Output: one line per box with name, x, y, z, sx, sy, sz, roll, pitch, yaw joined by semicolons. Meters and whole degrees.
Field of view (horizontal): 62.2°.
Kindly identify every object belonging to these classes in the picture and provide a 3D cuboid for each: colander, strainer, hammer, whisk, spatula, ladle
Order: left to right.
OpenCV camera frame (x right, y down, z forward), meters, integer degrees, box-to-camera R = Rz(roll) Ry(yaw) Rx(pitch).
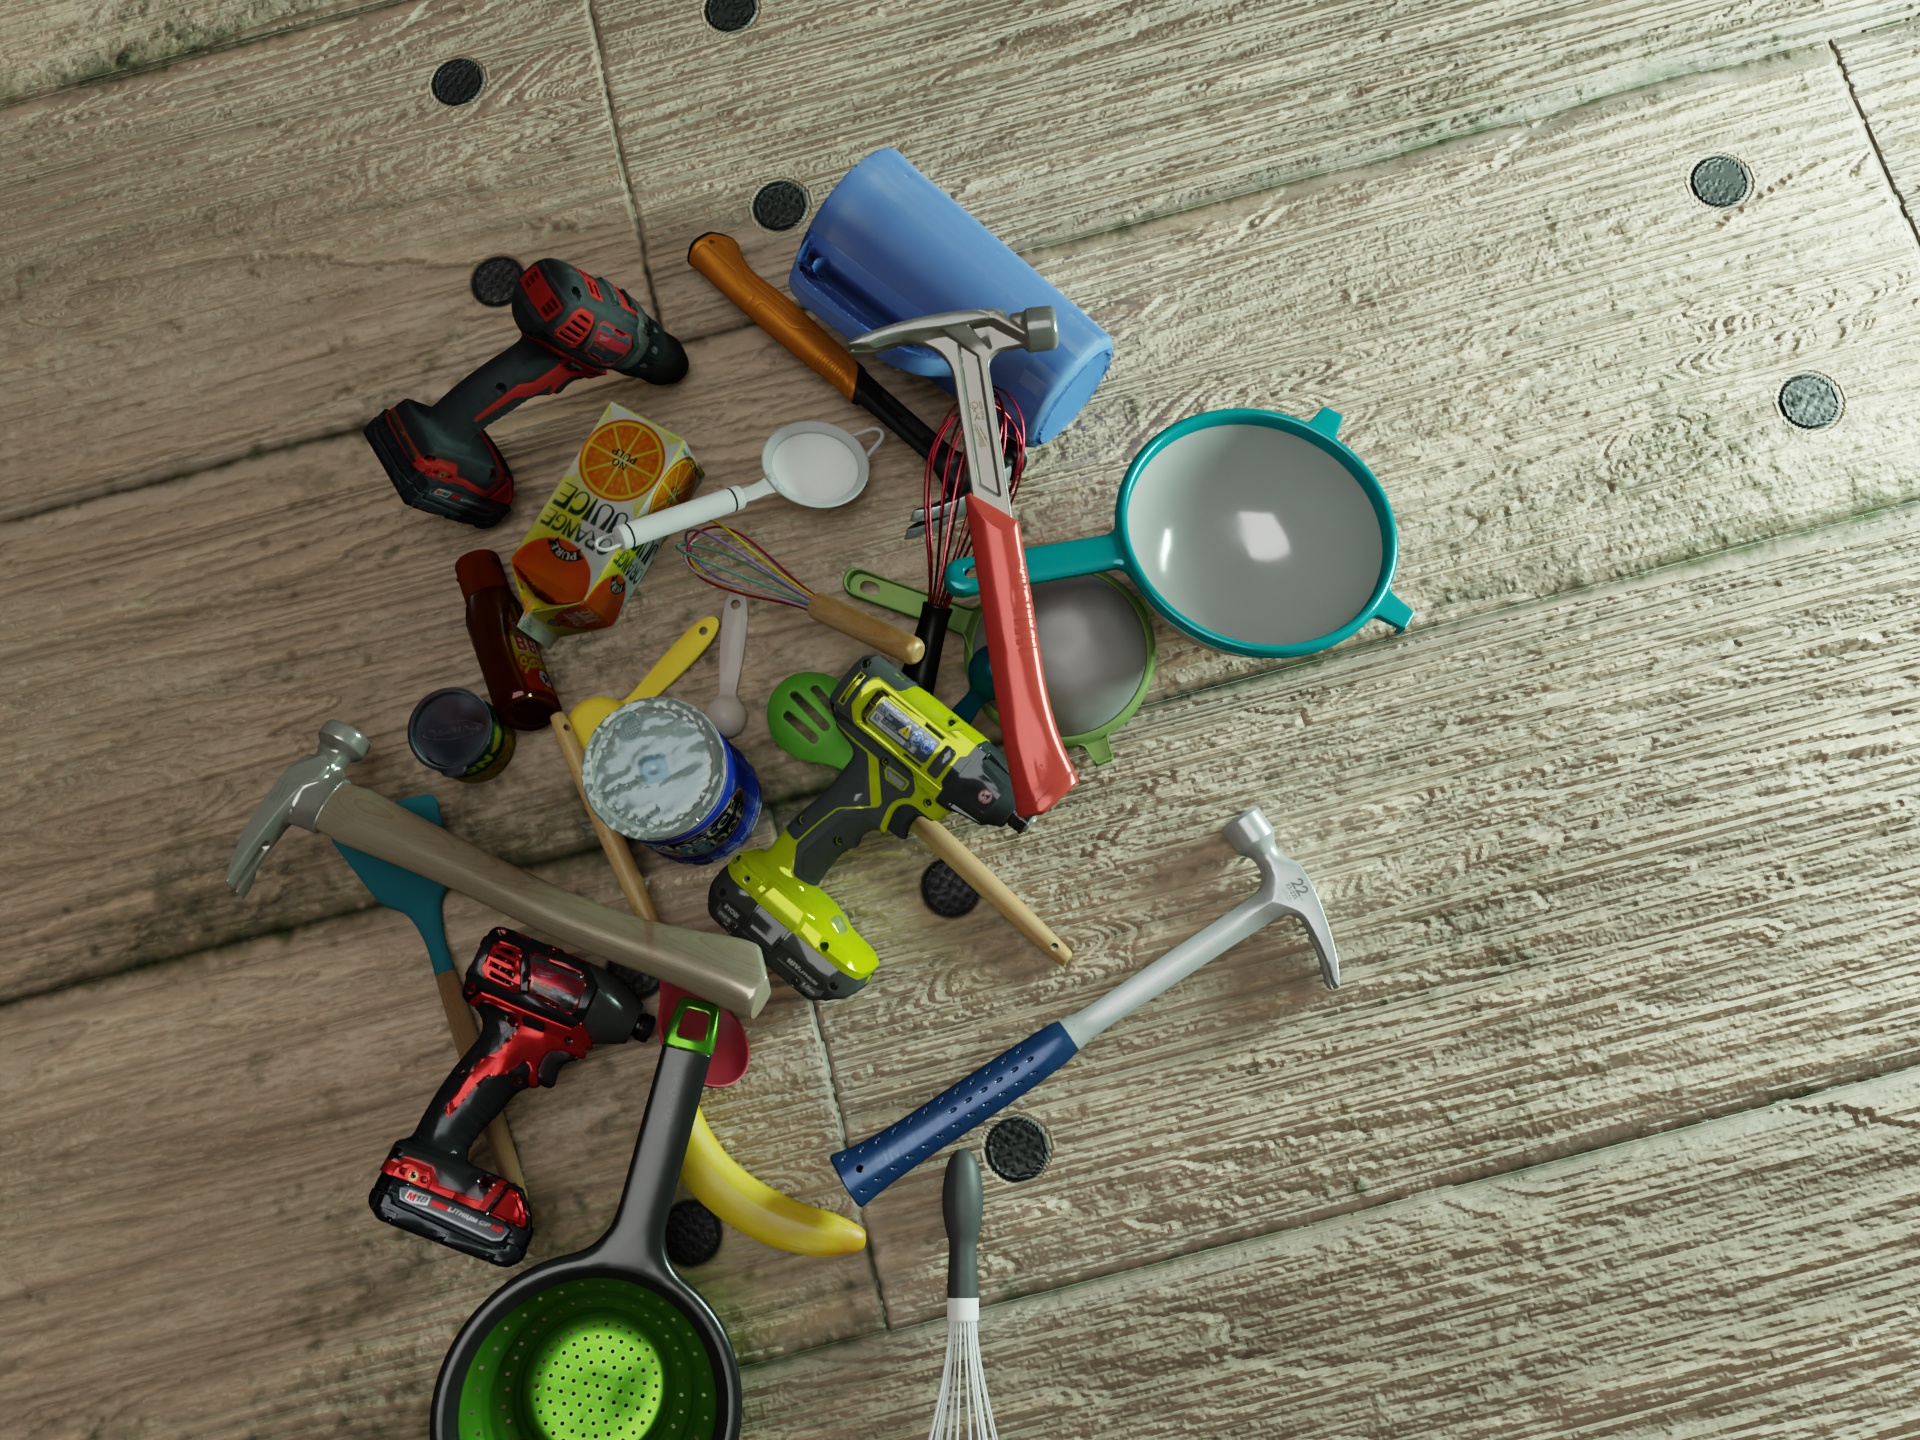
spatula;-0.386;0.215;1.205;0.082;0.044;0.318;-20;78;-12
hammer;-0.330;0.131;1.154;0.411;0.038;0.146;21;64;13
colander;-0.236;0.394;1.122;0.204;0.094;0.397;15;77;-6
ladle;-0.244;0.134;1.203;0.031;0.069;0.315;-36;77;42
strainer;-0.170;-0.175;1.240;0.258;0.050;0.087;-25;68;-31
whisk;-0.127;-0.099;1.217;0.245;0.051;0.047;26;96;28
hammer;-0.106;-0.282;1.284;0.337;0.034;0.127;43;56;15
whisk;-0.012;-0.105;1.190;0.073;0.073;0.296;17;99;8
whisk;0.001;0.449;1.120;0.070;0.070;0.285;-1;73;4
hammer;0.018;-0.110;1.113;0.149;0.036;0.359;-8;84;1
strainer;0.027;-0.076;1.226;0.256;0.069;0.151;20;80;7
hammer;0.091;0.229;1.159;0.405;0.035;0.144;-32;77;-7
strainer;0.153;-0.114;1.196;0.340;0.095;0.211;-10;67;-8

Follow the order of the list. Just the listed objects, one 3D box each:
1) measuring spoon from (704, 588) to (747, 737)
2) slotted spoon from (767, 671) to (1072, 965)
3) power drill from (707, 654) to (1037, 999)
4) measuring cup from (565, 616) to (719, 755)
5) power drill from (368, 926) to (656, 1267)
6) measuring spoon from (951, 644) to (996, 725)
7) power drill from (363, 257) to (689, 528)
measuring spoon;-0.184;-0.048;1.261;0.034;0.018;0.124;2;77;5
slotted spoon;-0.032;0.074;1.220;0.314;0.031;0.070;43;81;10
power drill;-0.065;0.088;1.163;0.171;0.080;0.223;39;98;10
measuring cup;-0.250;-0.027;1.254;0.062;0.029;0.156;42;86;12
power drill;-0.323;0.274;1.158;0.143;0.078;0.220;24;69;-8
measuring spoon;-0.002;-0.004;1.205;0.042;0.021;0.128;44;115;17
power drill;-0.333;-0.255;1.259;0.226;0.187;0.080;-38;73;14
